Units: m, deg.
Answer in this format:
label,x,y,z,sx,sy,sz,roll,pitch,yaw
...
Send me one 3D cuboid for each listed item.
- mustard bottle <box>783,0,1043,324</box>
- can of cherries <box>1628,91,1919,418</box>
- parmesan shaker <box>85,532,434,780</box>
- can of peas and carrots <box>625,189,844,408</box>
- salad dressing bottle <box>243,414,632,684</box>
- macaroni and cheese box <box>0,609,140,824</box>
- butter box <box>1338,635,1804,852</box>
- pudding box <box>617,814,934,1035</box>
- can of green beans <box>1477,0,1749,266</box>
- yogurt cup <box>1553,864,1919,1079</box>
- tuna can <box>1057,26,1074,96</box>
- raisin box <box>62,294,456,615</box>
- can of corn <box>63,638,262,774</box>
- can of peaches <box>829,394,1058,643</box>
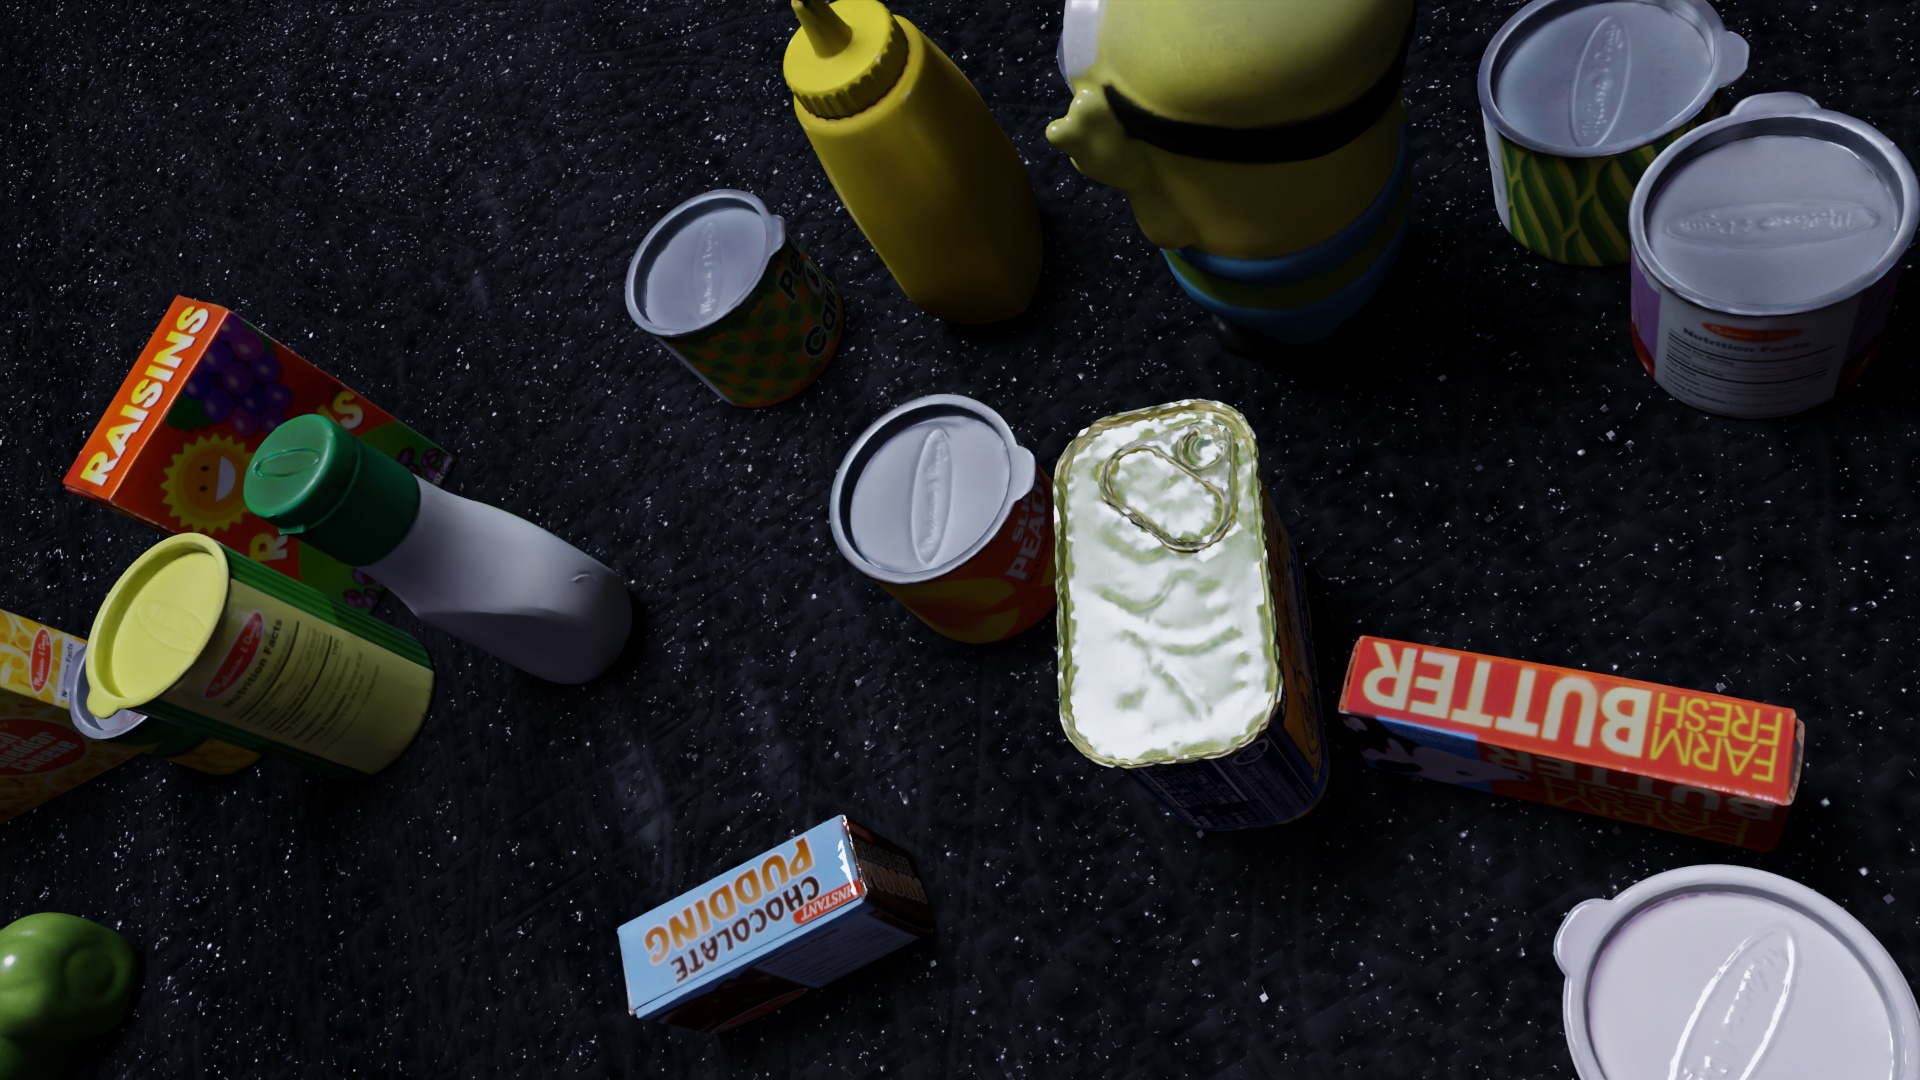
label,x,y,z,sx,sy,sz,roll,pitch,yaw
mustard bottle,-0.019,-0.136,0.471,0.049,0.160,0.065,-5,64,24
can of cherries,0.223,-0.078,0.386,0.071,0.058,0.072,-11,61,21
parmesan shaker,-0.265,0.050,0.532,0.071,0.103,0.071,-11,61,21
can of peas and carrots,-0.085,-0.094,0.544,0.071,0.058,0.071,-11,61,21
salad dressing bottle,-0.176,0.006,0.483,0.064,0.147,0.044,-5,64,24
macaroni and cheese box,-0.445,0.066,0.572,0.123,0.166,0.040,-26,57,13
butter box,0.154,0.052,0.357,0.103,0.053,0.024,9,70,29
pudding box,-0.057,0.120,0.427,0.083,0.049,0.030,-29,56,10
can of green beans,0.196,-0.126,0.424,0.071,0.057,0.071,-11,61,21
yogurt cup,0.175,0.113,0.315,0.072,0.054,0.072,-11,61,21
tuna can,0.075,-0.185,0.528,0.071,0.032,0.071,-11,61,21
raisin box,-0.279,-0.030,0.567,0.040,0.123,0.086,15,73,31
can of corn,-0.325,0.060,0.583,0.071,0.058,0.071,-11,61,21
can of peaches,0.002,-0.006,0.457,0.071,0.058,0.071,-11,61,21
